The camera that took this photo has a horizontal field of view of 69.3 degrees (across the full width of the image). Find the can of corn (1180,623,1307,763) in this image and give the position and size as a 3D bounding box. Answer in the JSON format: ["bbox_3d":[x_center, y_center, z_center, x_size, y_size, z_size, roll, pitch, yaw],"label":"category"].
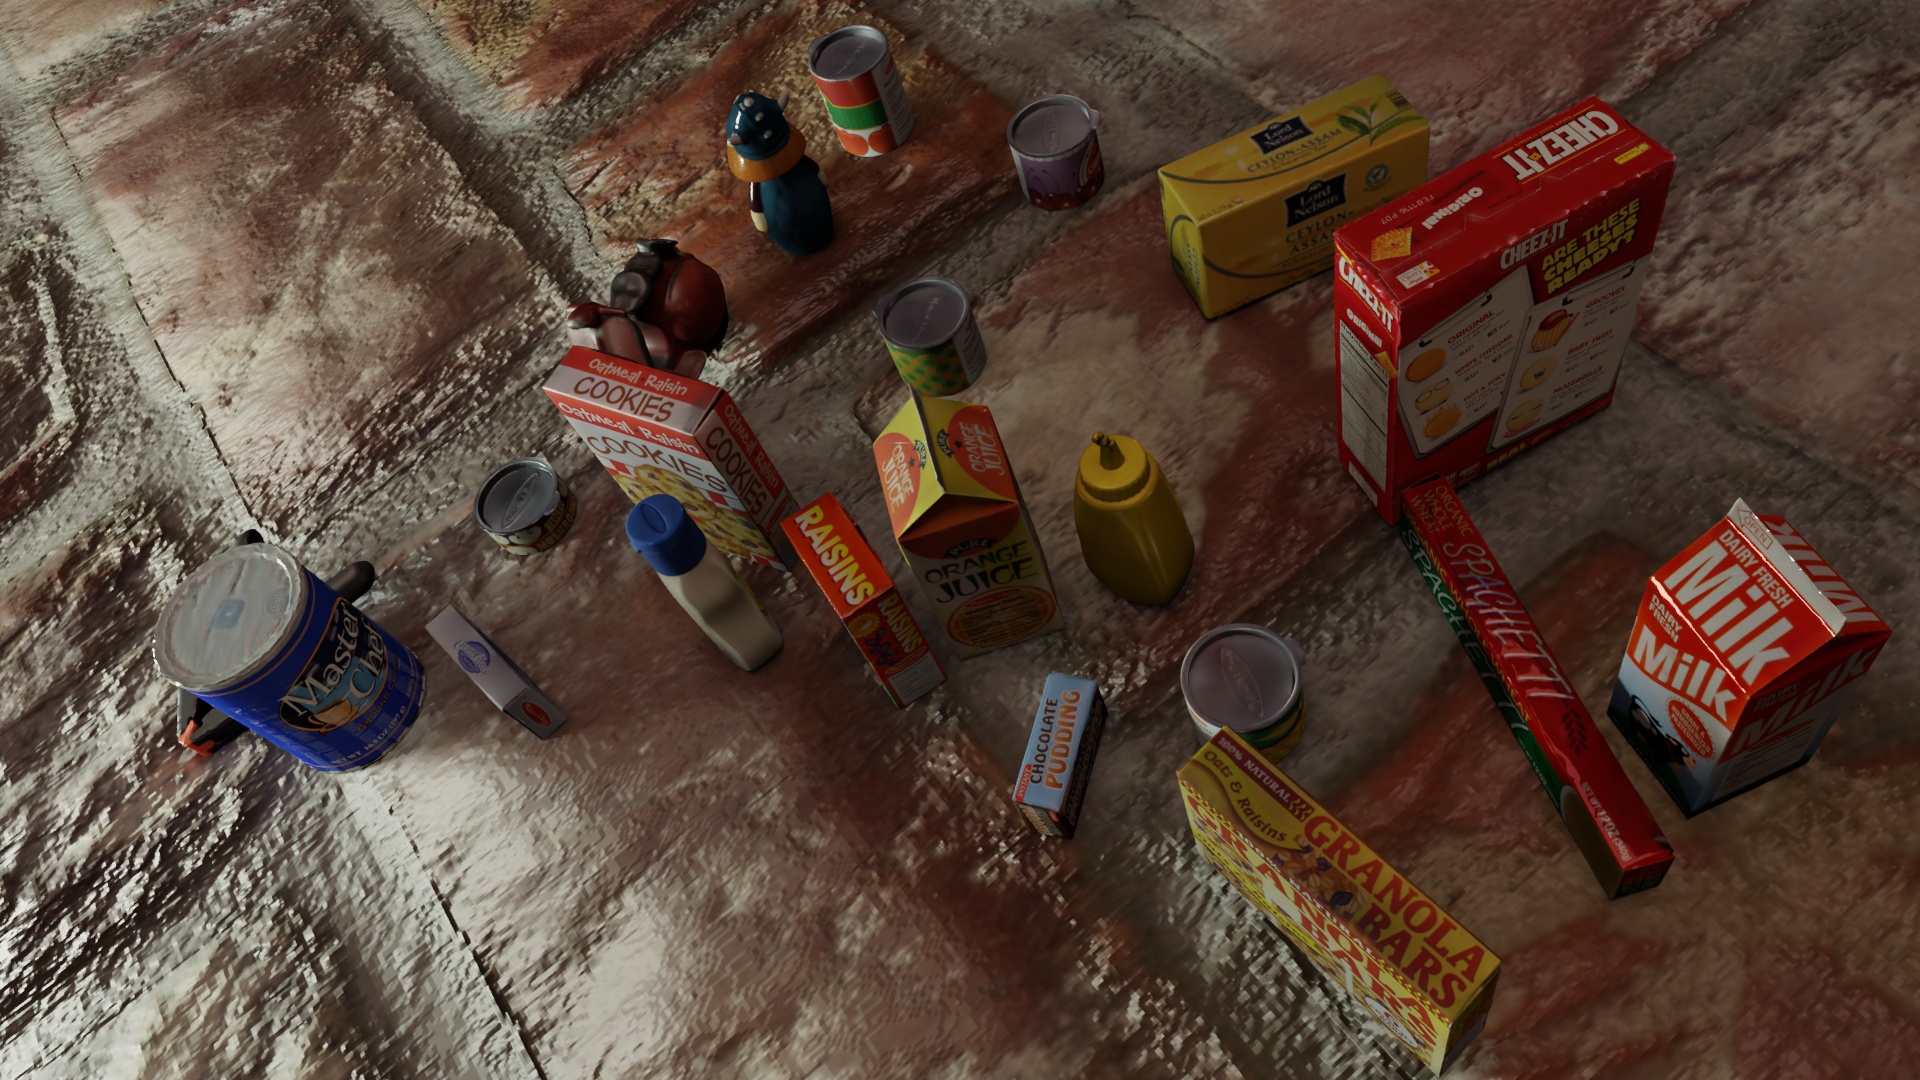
[{"bbox_3d":[0.164,0.088,0.789,0.071,0.058,0.071,-7,57,12],"label":"can of corn"}]

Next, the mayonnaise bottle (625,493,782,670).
[{"bbox_3d":[-0.161,0.025,0.868,0.041,0.147,0.065,-39,56,-9],"label":"mayonnaise bottle"}]

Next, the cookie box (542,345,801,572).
[{"bbox_3d":[-0.180,-0.052,0.911,0.123,0.166,0.040,17,65,25],"label":"cookie box"}]

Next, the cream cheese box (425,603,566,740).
[{"bbox_3d":[-0.311,0.088,0.928,0.104,0.053,0.024,36,74,31],"label":"cream cheese box"}]

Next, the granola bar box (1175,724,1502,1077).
[{"bbox_3d":[0.184,0.178,0.687,0.039,0.123,0.166,-42,57,-11],"label":"granola bar box"}]

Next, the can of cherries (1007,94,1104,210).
[{"bbox_3d":[0.076,-0.295,1.059,0.071,0.058,0.072,-7,57,12],"label":"can of cherries"}]

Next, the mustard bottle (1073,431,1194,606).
[{"bbox_3d":[0.098,-0.018,0.814,0.065,0.159,0.049,20,66,26],"label":"mustard bottle"}]

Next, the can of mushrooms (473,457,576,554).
[{"bbox_3d":[-0.315,-0.024,1.013,0.071,0.033,0.071,-7,57,12],"label":"can of mushrooms"}]

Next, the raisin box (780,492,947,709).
[{"bbox_3d":[-0.057,0.038,0.845,0.040,0.123,0.086,-33,56,-5],"label":"raisin box"}]

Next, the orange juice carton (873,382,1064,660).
[{"bbox_3d":[0.003,-0.010,0.817,0.073,0.192,0.072,-18,56,5],"label":"orange juice carton"}]

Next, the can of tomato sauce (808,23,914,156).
[{"bbox_3d":[-0.082,-0.366,1.134,0.071,0.082,0.071,-7,57,12],"label":"can of tomato sauce"}]

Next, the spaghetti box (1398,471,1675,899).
[{"bbox_3d":[0.308,0.072,0.763,0.029,0.050,0.251,-21,55,3],"label":"spaghetti box"}]

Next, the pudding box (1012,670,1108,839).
[{"bbox_3d":[0.058,0.124,0.802,0.030,0.049,0.084,9,61,21],"label":"pudding box"}]

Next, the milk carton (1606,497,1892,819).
[{"bbox_3d":[0.376,0.056,0.669,0.073,0.189,0.072,-25,55,0],"label":"milk carton"}]

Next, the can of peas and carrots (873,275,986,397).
[{"bbox_3d":[-0.022,-0.145,0.991,0.071,0.058,0.071,-7,57,12],"label":"can of peas and carrots"}]
